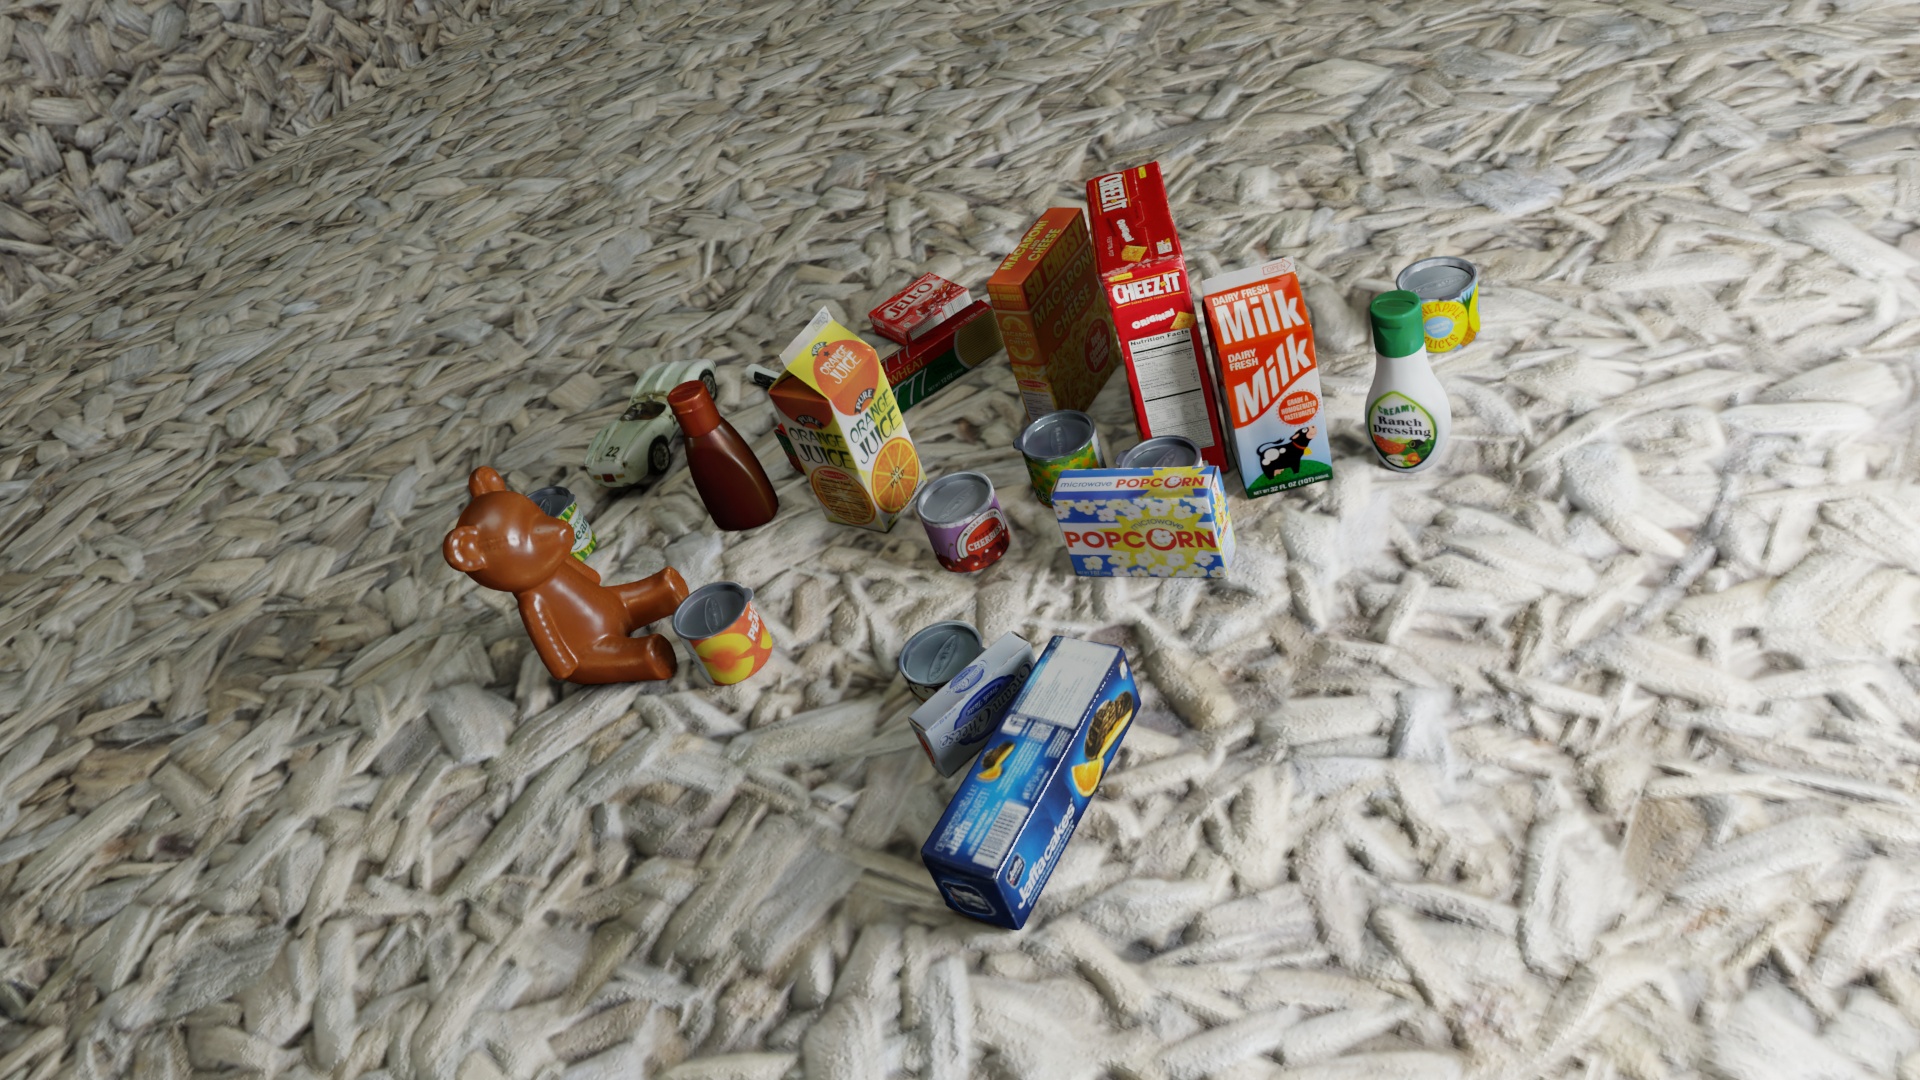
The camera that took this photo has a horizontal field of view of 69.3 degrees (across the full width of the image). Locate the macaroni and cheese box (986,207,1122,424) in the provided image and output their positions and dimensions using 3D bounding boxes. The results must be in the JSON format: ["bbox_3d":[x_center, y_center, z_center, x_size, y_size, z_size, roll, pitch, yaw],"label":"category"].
[{"bbox_3d":[0.086,-0.195,1.248,0.040,0.165,0.124,9,47,33],"label":"macaroni and cheese box"}]

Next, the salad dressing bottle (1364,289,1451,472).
[{"bbox_3d":[0.338,-0.120,1.059,0.064,0.147,0.044,9,47,33],"label":"salad dressing bottle"}]

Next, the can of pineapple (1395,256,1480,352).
[{"bbox_3d":[0.411,-0.201,1.194,0.071,0.057,0.071,-13,39,11],"label":"can of pineapple"}]

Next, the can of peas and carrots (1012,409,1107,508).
[{"bbox_3d":[0.086,-0.068,1.183,0.071,0.058,0.071,-13,39,11],"label":"can of peas and carrots"}]

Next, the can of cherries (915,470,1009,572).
[{"bbox_3d":[0.004,-0.015,1.158,0.071,0.058,0.072,-13,39,11],"label":"can of cherries"}]

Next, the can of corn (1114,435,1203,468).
[{"bbox_3d":[0.163,-0.042,1.118,0.071,0.058,0.071,-13,39,11],"label":"can of corn"}]

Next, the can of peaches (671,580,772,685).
[{"bbox_3d":[-0.193,0.076,1.141,0.071,0.057,0.071,-13,39,11],"label":"can of peaches"}]

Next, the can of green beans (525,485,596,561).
[{"bbox_3d":[-0.392,-0.010,1.333,0.071,0.057,0.071,-13,39,11],"label":"can of green beans"}]

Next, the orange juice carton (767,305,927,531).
[{"bbox_3d":[-0.103,-0.104,1.205,0.073,0.191,0.072,10,48,34],"label":"orange juice carton"}]

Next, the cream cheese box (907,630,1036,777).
[{"bbox_3d":[0.013,0.117,1.001,0.104,0.053,0.024,-39,41,-22],"label":"cream cheese box"}]

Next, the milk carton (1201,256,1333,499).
[{"bbox_3d":[0.237,-0.132,1.084,0.072,0.189,0.074,-15,39,8],"label":"milk carton"}]

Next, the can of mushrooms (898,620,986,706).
[{"bbox_3d":[-0.009,0.096,1.053,0.071,0.033,0.071,-13,39,11],"label":"can of mushrooms"}]

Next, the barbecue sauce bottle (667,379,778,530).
[{"bbox_3d":[-0.220,-0.076,1.260,0.065,0.147,0.044,-9,40,16],"label":"barbecue sauce bottle"}]

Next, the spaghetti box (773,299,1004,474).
[{"bbox_3d":[-0.066,-0.151,1.358,0.251,0.050,0.029,-35,40,-17],"label":"spaghetti box"}]

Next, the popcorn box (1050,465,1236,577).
[{"bbox_3d":[0.141,-0.014,1.072,0.126,0.084,0.038,0,43,24],"label":"popcorn box"}]
